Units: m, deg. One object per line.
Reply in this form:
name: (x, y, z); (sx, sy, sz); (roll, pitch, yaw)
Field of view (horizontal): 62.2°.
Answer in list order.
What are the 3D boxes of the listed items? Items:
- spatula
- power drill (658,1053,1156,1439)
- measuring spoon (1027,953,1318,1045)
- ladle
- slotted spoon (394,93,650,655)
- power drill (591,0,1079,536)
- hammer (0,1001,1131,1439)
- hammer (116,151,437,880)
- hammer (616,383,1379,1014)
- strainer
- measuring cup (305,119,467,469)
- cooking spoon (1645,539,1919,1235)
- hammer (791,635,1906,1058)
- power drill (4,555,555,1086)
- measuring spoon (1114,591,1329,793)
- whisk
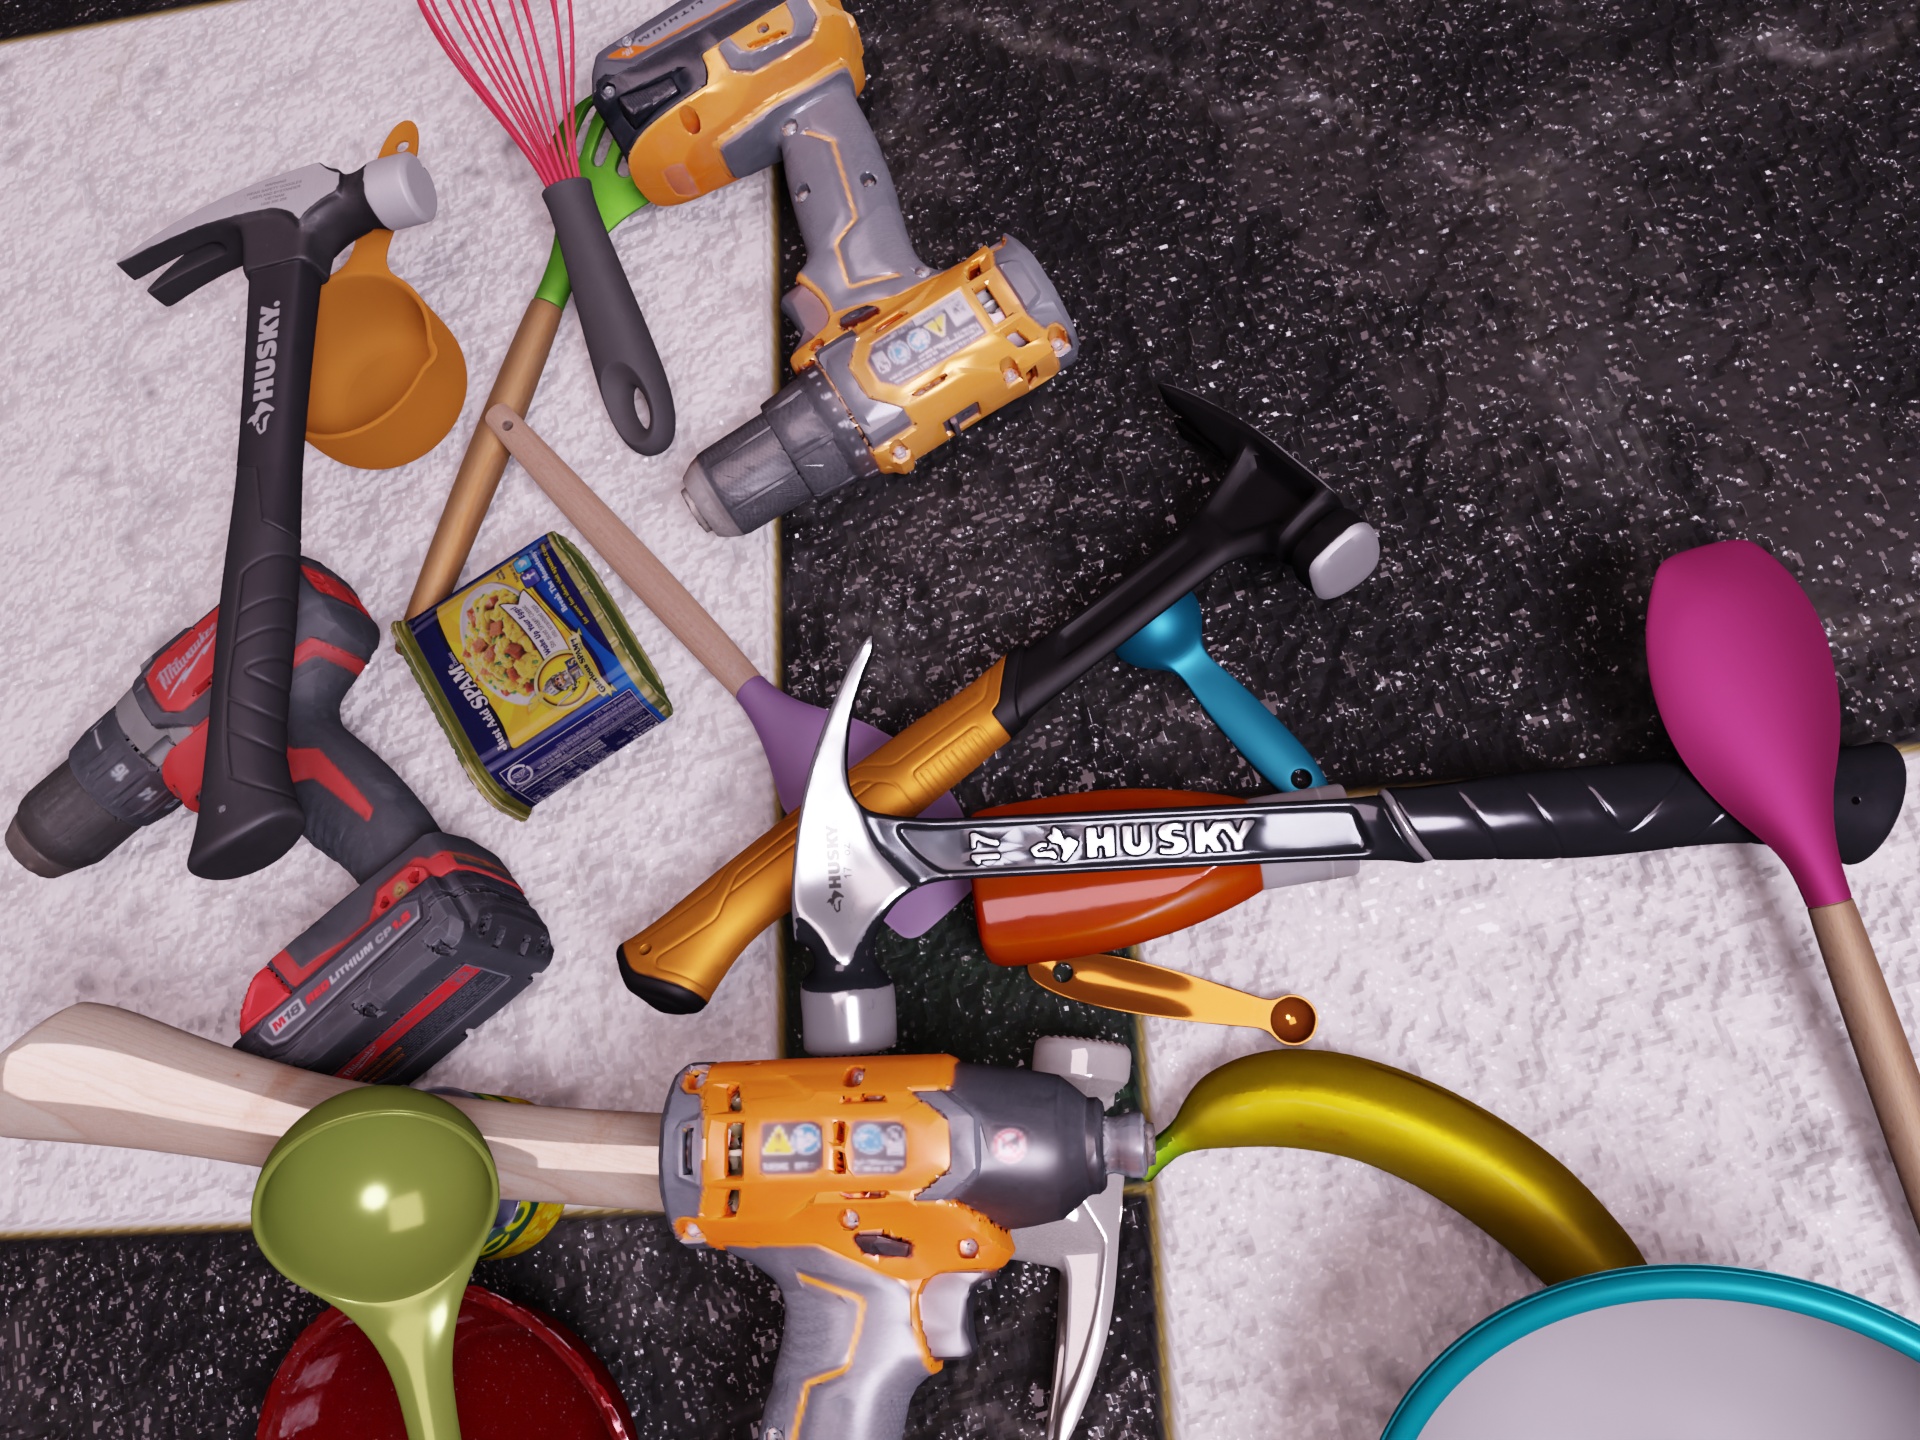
spatula: (-0.107, -0.034, 0.697); (0.060, 0.018, 0.316); (-43, 75, -8)
power drill: (-0.014, 0.223, 0.514); (0.164, 0.084, 0.227); (-4, 75, 8)
measuring spoon: (0.083, 0.109, 0.630); (0.117, 0.011, 0.021); (9, 77, 17)
ladle: (-0.162, 0.276, 0.509); (0.078, 0.062, 0.320); (-13, 79, -12)
slotted spoon: (-0.205, -0.175, 0.762); (0.070, 0.031, 0.314); (17, 79, 8)
power drill: (-0.080, -0.206, 0.713); (0.185, 0.084, 0.226); (-32, 80, 1)
hammer: (-0.145, 0.169, 0.586); (0.410, 0.038, 0.146); (7, 75, -3)
hammer: (-0.304, -0.094, 0.686); (0.146, 0.035, 0.335); (-10, 67, 11)
hammer: (-0.001, -0.002, 0.641); (0.337, 0.034, 0.127); (-38, 48, -1)
strainer: (0.178, 0.266, 0.522); (0.340, 0.095, 0.211); (-9, 92, 22)
measuring cup: (-0.276, -0.203, 0.771); (0.095, 0.052, 0.174); (3, 73, 12)
cooking spoon: (0.313, 0.088, 0.555); (0.068, 0.017, 0.319); (-15, 82, -5)
hammer: (0.142, 0.034, 0.582); (0.409, 0.036, 0.149); (-3, 88, -3)
power drill: (-0.302, 0.058, 0.687); (0.188, 0.080, 0.227); (-40, 67, 0)
measuring spoon: (0.106, -0.014, 0.653); (0.042, 0.021, 0.129); (-40, 70, -2)
whisk: (-0.188, -0.263, 0.732); (0.073, 0.073, 0.296); (-19, 93, 5)
